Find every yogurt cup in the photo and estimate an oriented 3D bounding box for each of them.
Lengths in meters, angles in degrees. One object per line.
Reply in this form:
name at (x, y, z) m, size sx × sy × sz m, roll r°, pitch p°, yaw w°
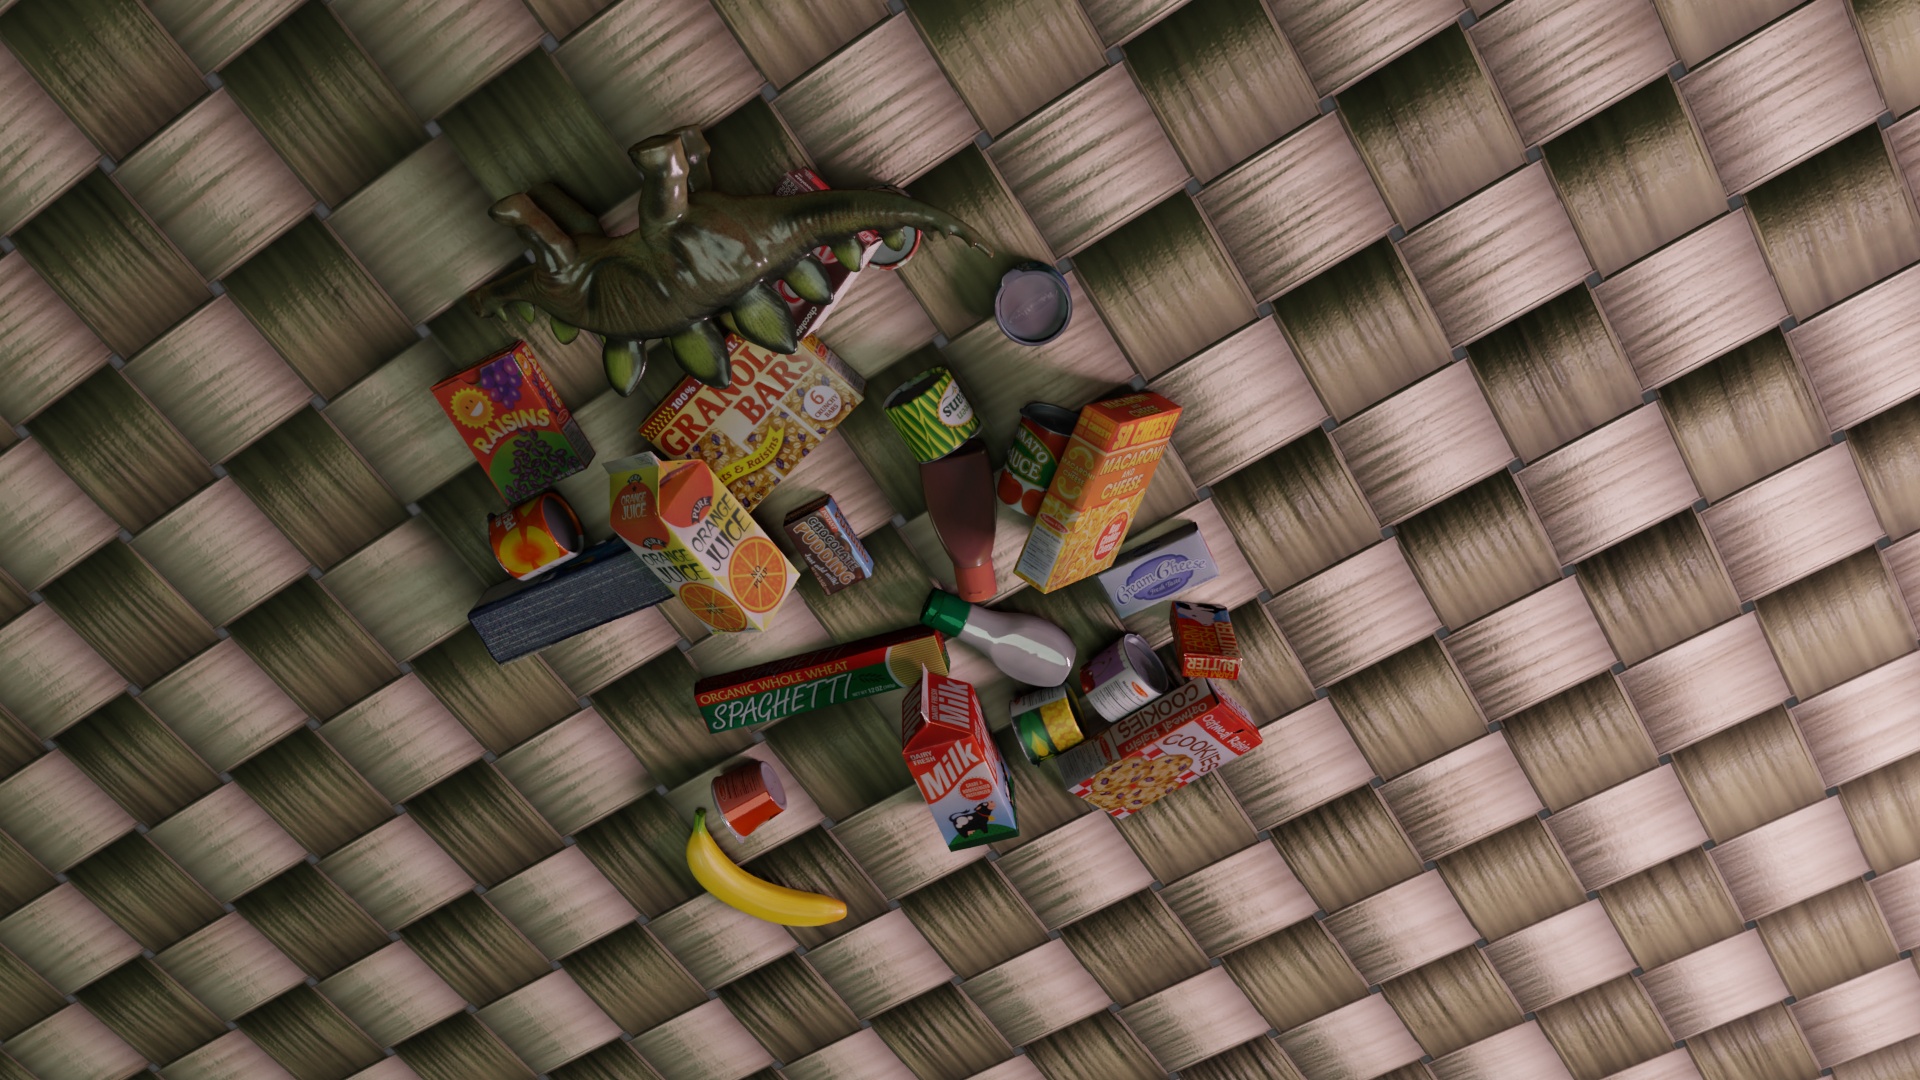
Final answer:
yogurt cup at (-0.209, 0.256, 1.388) m, size 0.054 × 0.072 × 0.072 m, roll -28°, pitch 112°, yaw 5°

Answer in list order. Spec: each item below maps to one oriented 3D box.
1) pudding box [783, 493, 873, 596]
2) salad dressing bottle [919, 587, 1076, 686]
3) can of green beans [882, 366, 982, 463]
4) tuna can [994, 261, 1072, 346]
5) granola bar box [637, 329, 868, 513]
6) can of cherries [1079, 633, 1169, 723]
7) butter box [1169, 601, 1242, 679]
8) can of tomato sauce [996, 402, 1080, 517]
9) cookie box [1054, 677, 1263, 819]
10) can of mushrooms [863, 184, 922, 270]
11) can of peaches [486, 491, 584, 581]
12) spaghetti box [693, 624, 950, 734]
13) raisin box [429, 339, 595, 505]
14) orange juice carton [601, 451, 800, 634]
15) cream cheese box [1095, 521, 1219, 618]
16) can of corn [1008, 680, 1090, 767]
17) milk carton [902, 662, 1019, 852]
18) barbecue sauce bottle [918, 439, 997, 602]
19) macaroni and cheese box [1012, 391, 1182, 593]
pudding box at (-0.121, 0.004, 1.282) m, size 0.049 × 0.030 × 0.083 m, roll -25°, pitch 113°, yaw 12°
salad dressing bottle at (0.035, 0.089, 1.313) m, size 0.148 × 0.044 × 0.064 m, roll 24°, pitch 116°, yaw -9°
can of green beans at (-0.025, -0.109, 1.205) m, size 0.071 × 0.071 × 0.057 m, roll -27°, pitch 112°, yaw 14°
tuna can at (0.060, -0.203, 1.176) m, size 0.071 × 0.033 × 0.070 m, roll 0°, pitch 116°, yaw 1°
granola bar box at (-0.183, -0.116, 1.220) m, size 0.124 × 0.039 × 0.165 m, roll 41°, pitch 110°, yaw -17°
can of cherries at (0.155, 0.130, 1.316) m, size 0.058 × 0.072 × 0.071 m, roll -39°, pitch 109°, yaw 24°
butter box at (0.224, 0.091, 1.275) m, size 0.053 × 0.104 × 0.024 m, roll 5°, pitch 115°, yaw 0°
can of tomato sauce at (0.073, -0.070, 1.220) m, size 0.071 × 0.071 × 0.082 m, roll 16°, pitch 116°, yaw -6°
cookie box at (0.193, 0.202, 1.332) m, size 0.167 × 0.040 × 0.122 m, roll -32°, pitch 144°, yaw 15°
can of mushrooms at (-0.062, -0.260, 1.151) m, size 0.071 × 0.033 × 0.070 m, roll 1°, pitch 115°, yaw 2°
can of peaches at (-0.386, -0.006, 1.262) m, size 0.058 × 0.071 × 0.071 m, roll -24°, pitch 113°, yaw 12°
spaghetti box at (-0.135, 0.134, 1.345) m, size 0.250 × 0.029 × 0.050 m, roll -15°, pitch 114°, yaw 8°
raisin box at (-0.395, -0.104, 1.231) m, size 0.086 × 0.040 × 0.123 m, roll -22°, pitch 113°, yaw 13°
orange juice carton at (-0.235, -0.005, 1.226) m, size 0.071 × 0.073 × 0.192 m, roll -7°, pitch 132°, yaw 40°
cream cheese box at (0.183, 0.028, 1.289) m, size 0.103 × 0.024 × 0.053 m, roll -25°, pitch 112°, yaw 13°
can of corn at (0.087, 0.178, 1.340) m, size 0.058 × 0.071 × 0.071 m, roll -23°, pitch 113°, yaw 11°
milk carton at (-0.006, 0.207, 1.336) m, size 0.073 × 0.073 × 0.189 m, roll -16°, pitch 125°, yaw 9°
barbecue sauce bottle at (0.005, -0.016, 1.262) m, size 0.065 × 0.044 × 0.148 m, roll -8°, pitch 116°, yaw 6°
macaroni and cheese box at (0.119, -0.044, 1.203) m, size 0.040 × 0.124 × 0.165 m, roll 33°, pitch 117°, yaw 24°
